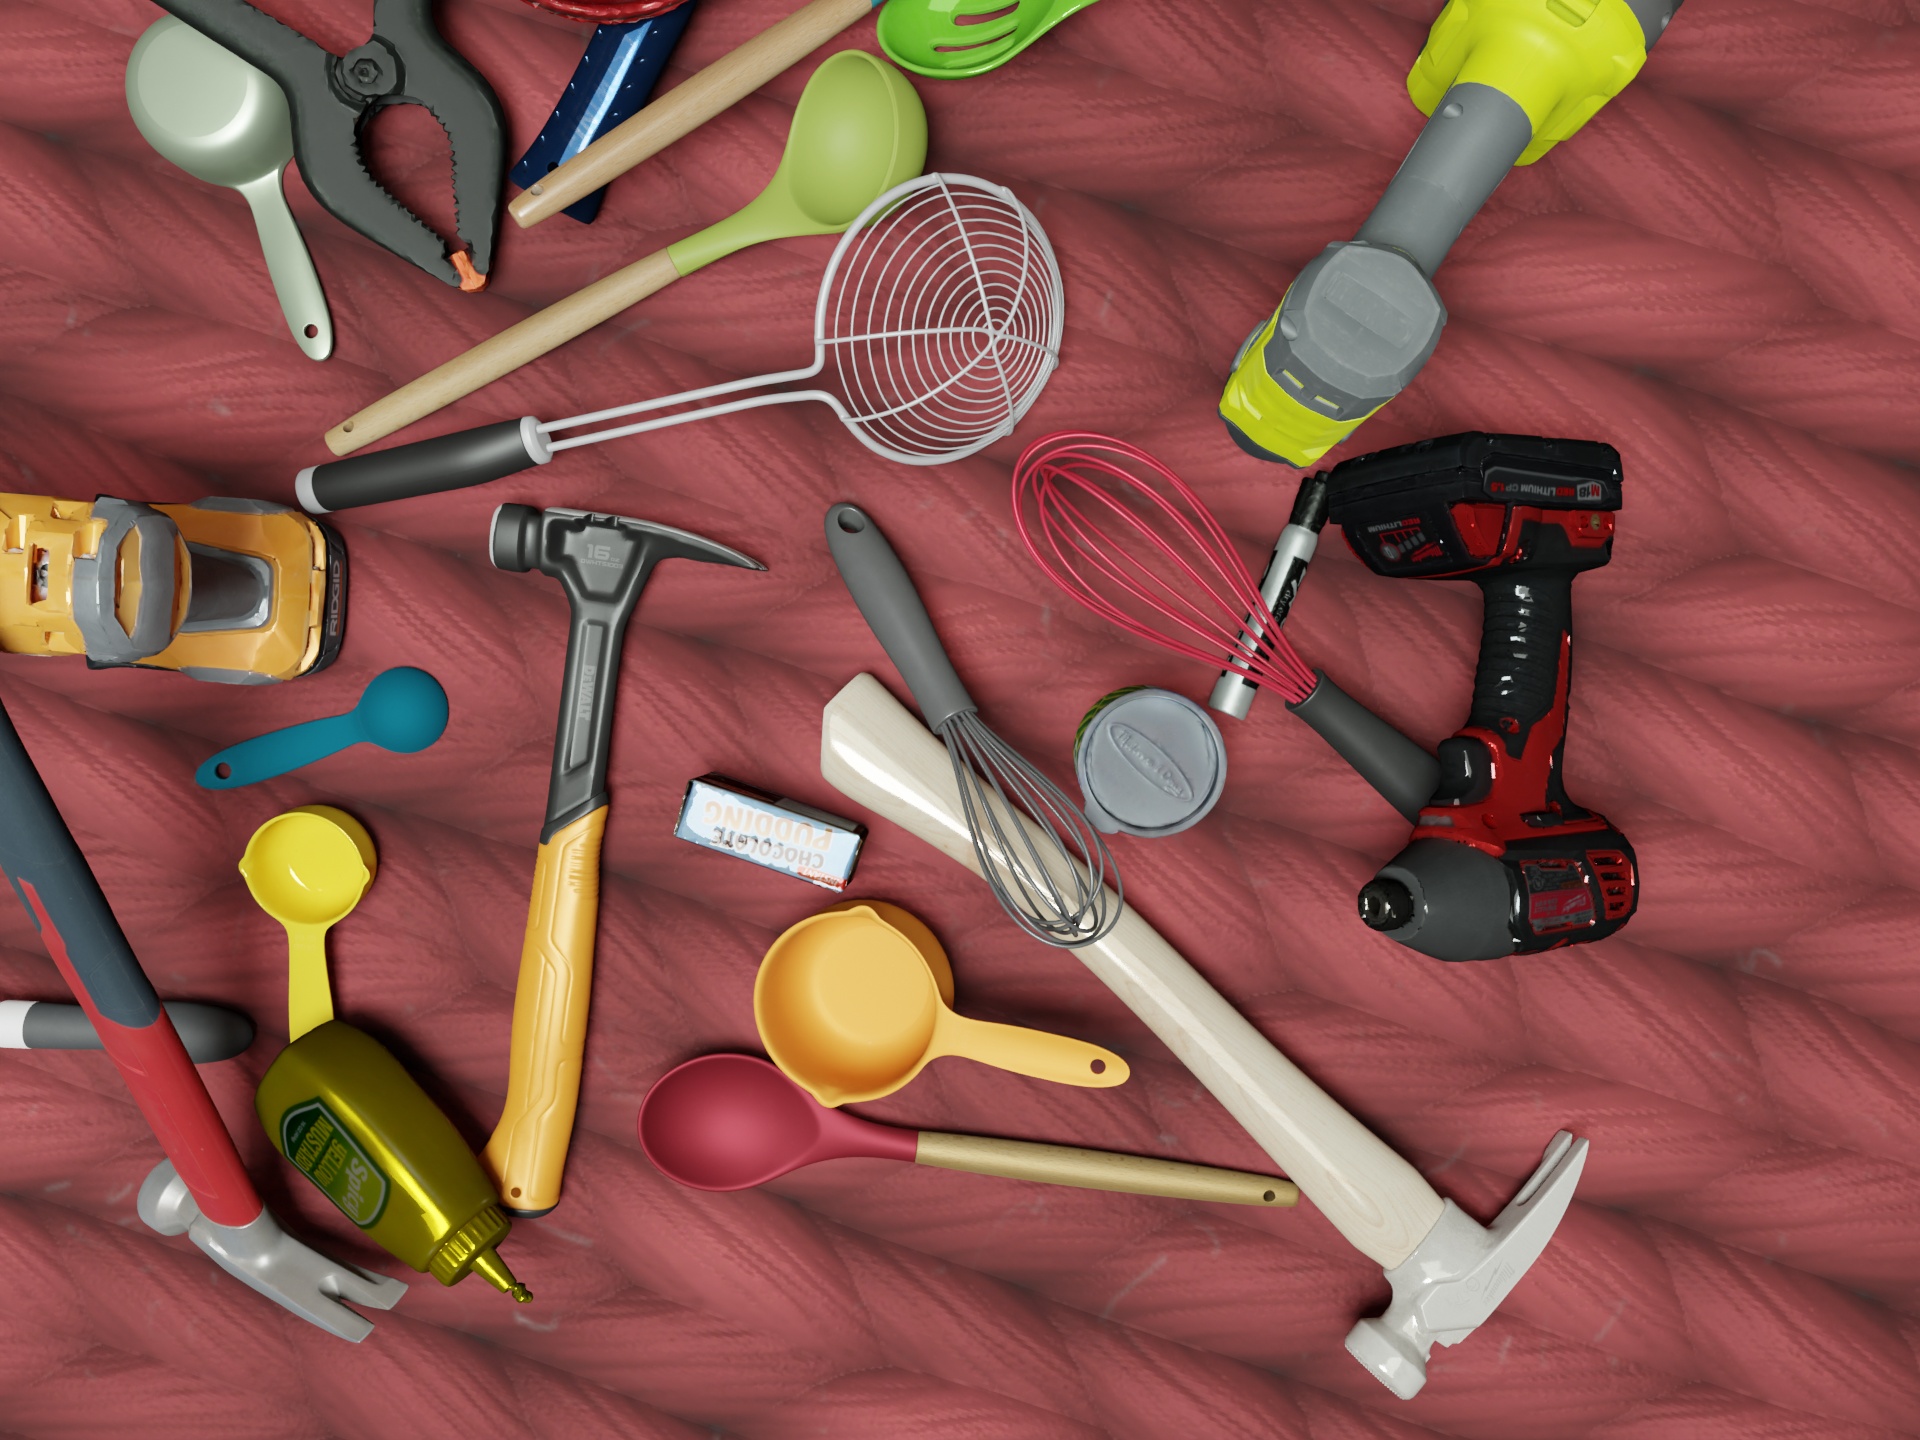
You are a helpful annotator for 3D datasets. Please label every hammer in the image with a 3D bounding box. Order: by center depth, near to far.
[{"bbox_3d":[-0.326,0.112,0.631,0.143,0.038,0.386,19,134,22],"label":"hammer"},{"bbox_3d":[-0.081,-0.404,0.690,0.144,0.035,0.405,30,104,-8],"label":"hammer"},{"bbox_3d":[0.101,0.120,0.742,0.410,0.038,0.146,43,83,2],"label":"hammer"},{"bbox_3d":[-0.178,0.071,0.754,0.127,0.034,0.337,9,94,3],"label":"hammer"}]

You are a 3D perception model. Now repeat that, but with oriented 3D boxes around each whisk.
[{"bbox_3d":[0.140,-0.026,0.708,0.295,0.073,0.073,38,94,-15],"label":"whisk"},{"bbox_3d":[0.000,-0.003,0.714,0.055,0.055,0.239,-31,73,3],"label":"whisk"},{"bbox_3d":[-0.484,0.143,0.762,0.284,0.070,0.070,3,94,-3],"label":"whisk"}]

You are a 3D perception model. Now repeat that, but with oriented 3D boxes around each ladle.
[{"bbox_3d":[-0.159,-0.204,0.728,0.320,0.062,0.078,-26,70,6],"label":"ladle"},{"bbox_3d":[0.005,0.206,0.760,0.315,0.031,0.069,8,98,0],"label":"ladle"}]

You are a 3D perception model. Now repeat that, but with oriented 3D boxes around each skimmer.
[{"bbox_3d":[-0.132,-0.154,0.736,0.363,0.090,0.127,-10,125,14],"label":"skimmer"}]

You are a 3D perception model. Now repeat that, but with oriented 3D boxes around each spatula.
[{"bbox_3d":[-0.067,-0.313,0.694,0.317,0.044,0.082,-37,67,-8],"label":"spatula"}]

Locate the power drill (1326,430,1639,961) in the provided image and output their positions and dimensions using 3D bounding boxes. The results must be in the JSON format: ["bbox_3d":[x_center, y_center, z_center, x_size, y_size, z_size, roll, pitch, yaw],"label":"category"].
[{"bbox_3d":[0.223,-0.007,0.683,0.143,0.078,0.220,-3,89,-32],"label":"power drill"}]

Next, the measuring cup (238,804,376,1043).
[{"bbox_3d":[-0.310,0.115,0.771,0.062,0.029,0.156,4,105,0],"label":"measuring cup"}]

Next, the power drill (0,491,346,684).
[{"bbox_3d":[-0.378,-0.059,0.656,0.185,0.226,0.084,4,93,1],"label":"power drill"}]

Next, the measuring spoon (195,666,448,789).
[{"bbox_3d":[-0.309,0.009,0.760,0.128,0.021,0.042,-19,92,2],"label":"measuring spoon"}]

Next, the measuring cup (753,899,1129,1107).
[{"bbox_3d":[-0.006,0.136,0.733,0.173,0.052,0.095,12,97,9],"label":"measuring cup"}]

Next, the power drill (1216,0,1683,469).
[{"bbox_3d":[0.190,-0.212,0.668,0.080,0.171,0.223,34,85,0],"label":"power drill"}]

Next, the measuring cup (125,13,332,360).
[{"bbox_3d":[-0.331,-0.249,0.738,0.083,0.038,0.167,-20,90,3],"label":"measuring cup"}]

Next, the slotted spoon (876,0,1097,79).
[{"bbox_3d":[0.109,-0.323,0.668,0.314,0.031,0.070,-4,64,27],"label":"slotted spoon"}]
